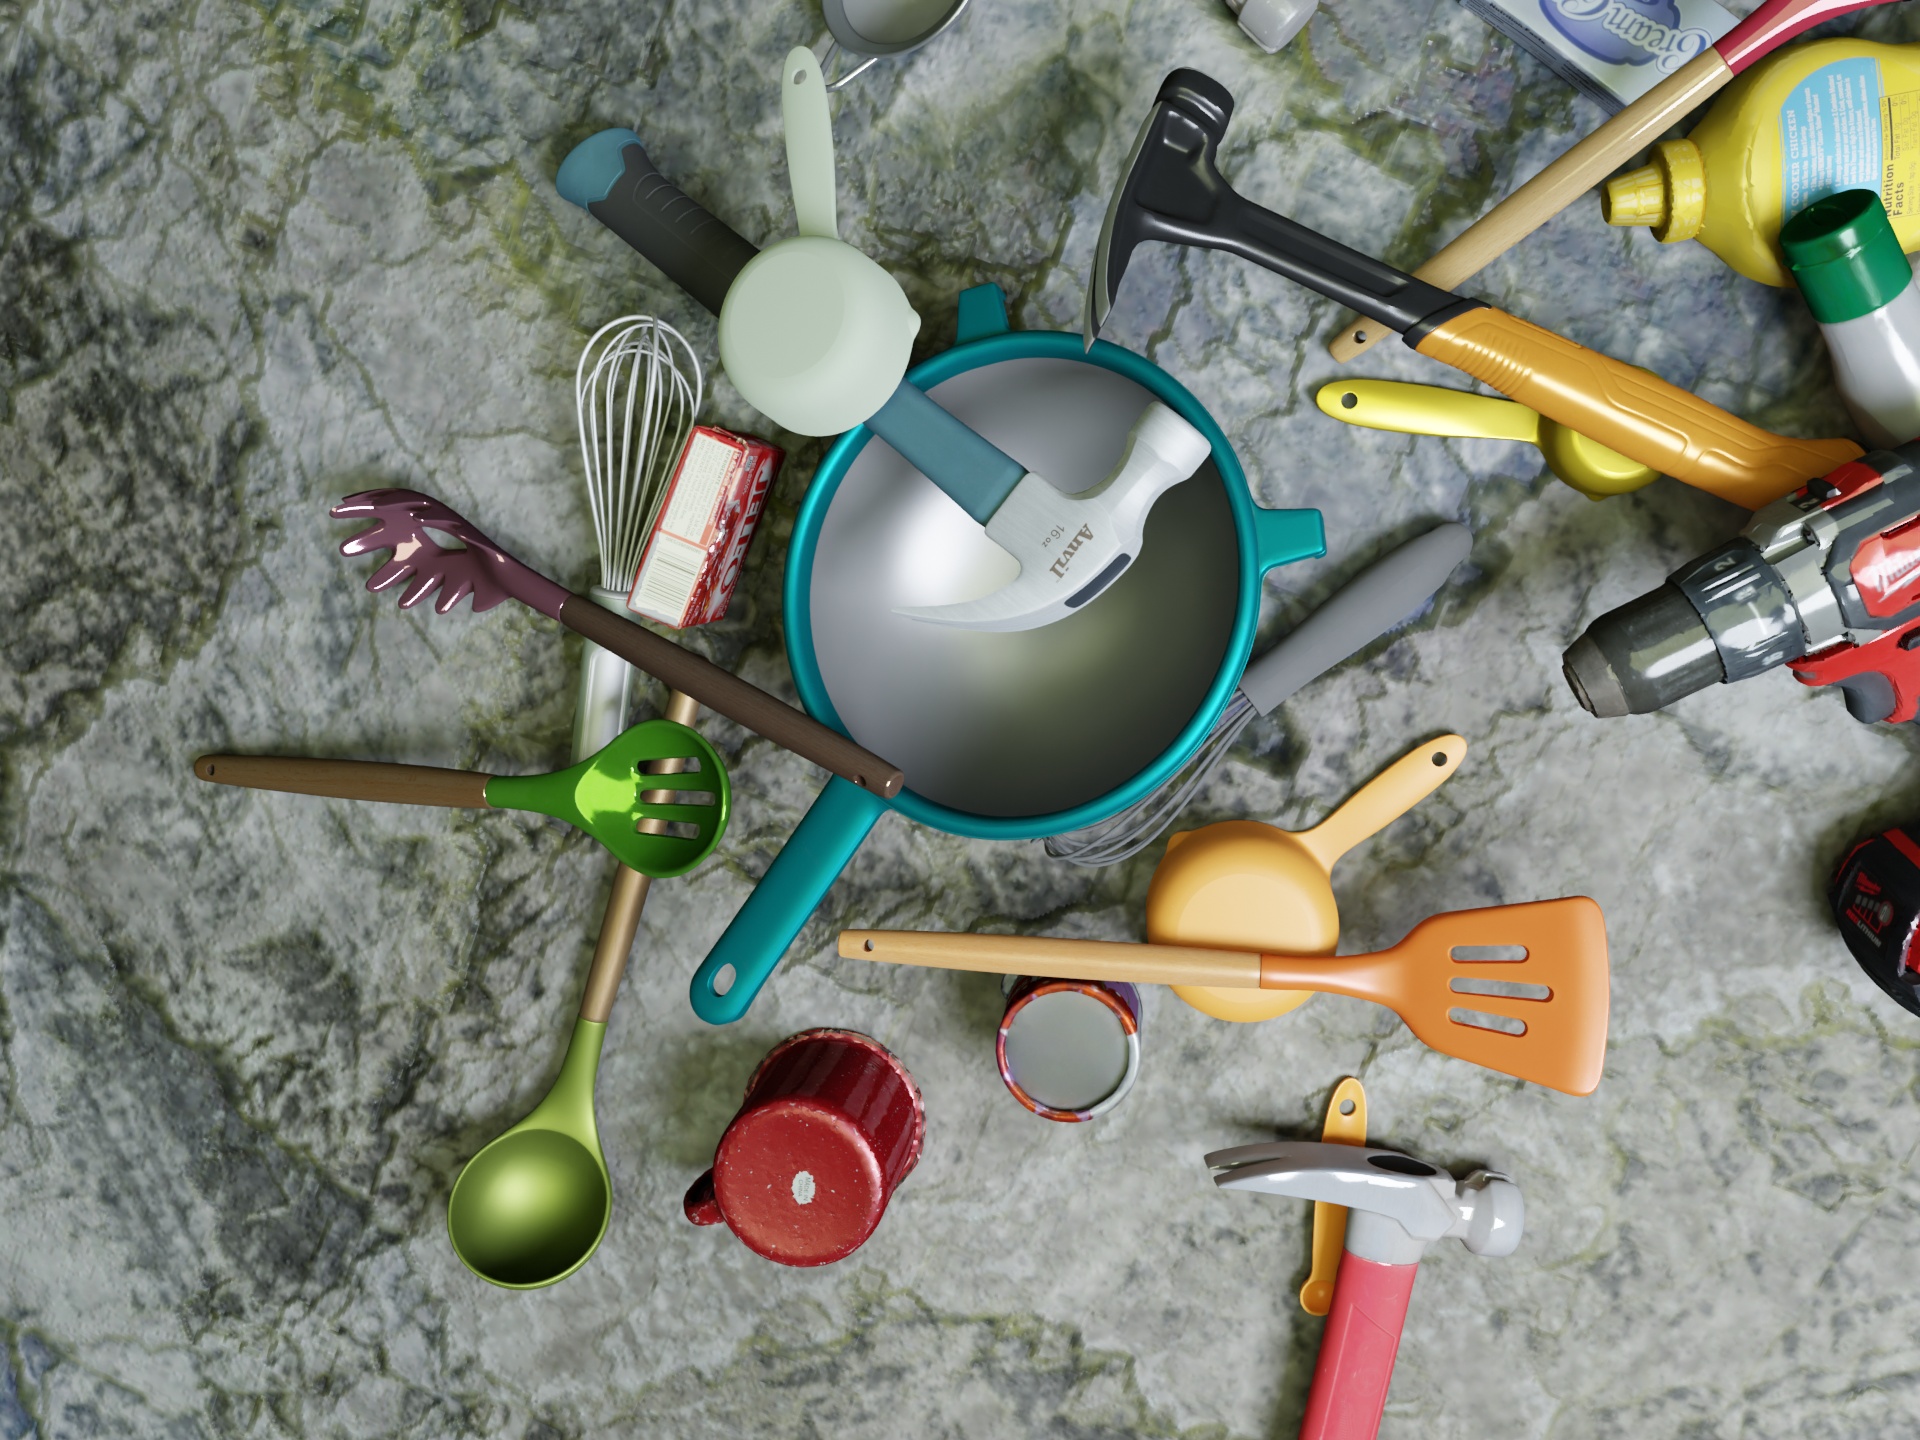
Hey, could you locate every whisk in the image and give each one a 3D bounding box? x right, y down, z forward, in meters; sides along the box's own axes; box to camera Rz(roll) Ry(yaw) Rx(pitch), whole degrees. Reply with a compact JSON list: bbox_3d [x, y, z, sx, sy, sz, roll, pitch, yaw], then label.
[{"bbox_3d":[0.129,-0.013,0.712,0.239,0.055,0.055,-38,91,6],"label":"whisk"},{"bbox_3d":[-0.160,-0.068,0.747,0.057,0.059,0.246,5,103,-21],"label":"whisk"}]

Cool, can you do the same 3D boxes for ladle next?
[{"bbox_3d":[0.277,-0.241,0.628,0.315,0.031,0.069,-35,94,30],"label":"ladle"},{"bbox_3d":[-0.174,0.122,0.767,0.078,0.062,0.320,18,97,2],"label":"ladle"}]

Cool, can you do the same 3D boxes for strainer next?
[{"bbox_3d":[-0.001,-0.002,0.701,0.211,0.095,0.340,40,103,22],"label":"strainer"},{"bbox_3d":[0.010,-0.381,0.669,0.087,0.050,0.258,38,111,29],"label":"strainer"}]

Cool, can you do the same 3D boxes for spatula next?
[{"bbox_3d":[0.104,0.106,0.681,0.322,0.041,0.081,2,87,9],"label":"spatula"}]

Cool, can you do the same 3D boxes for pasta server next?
[{"bbox_3d":[-0.159,-0.035,0.707,0.316,0.040,0.060,27,138,24],"label":"pasta server"}]

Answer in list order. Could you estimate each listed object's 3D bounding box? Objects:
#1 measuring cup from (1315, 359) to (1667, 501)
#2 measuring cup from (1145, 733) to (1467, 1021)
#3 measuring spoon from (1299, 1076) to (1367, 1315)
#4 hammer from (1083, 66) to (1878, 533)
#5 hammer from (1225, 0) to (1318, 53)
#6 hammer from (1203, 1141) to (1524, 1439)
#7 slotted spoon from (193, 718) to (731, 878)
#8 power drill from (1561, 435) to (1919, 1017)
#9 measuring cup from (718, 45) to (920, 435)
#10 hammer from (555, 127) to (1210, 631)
[{"bbox_3d":[0.234,-0.132,0.690,0.156,0.029,0.062,7,98,4],"label":"measuring cup"},{"bbox_3d":[0.159,0.066,0.714,0.173,0.052,0.095,-40,90,13],"label":"measuring cup"},{"bbox_3d":[0.177,0.225,0.756,0.021,0.011,0.117,7,95,-4],"label":"measuring spoon"},{"bbox_3d":[0.215,-0.143,0.638,0.337,0.034,0.127,23,69,-4],"label":"hammer"},{"bbox_3d":[0.209,-0.457,0.650,0.359,0.037,0.149,-43,90,11],"label":"hammer"},{"bbox_3d":[0.153,0.386,0.755,0.143,0.038,0.386,9,100,-5],"label":"hammer"},{"bbox_3d":[-0.239,0.029,0.745,0.314,0.031,0.070,3,91,22],"label":"slotted spoon"},{"bbox_3d":[0.365,0.010,0.636,0.188,0.080,0.226,-28,109,13],"label":"power drill"},{"bbox_3d":[-0.065,-0.200,0.639,0.083,0.038,0.168,-9,82,22],"label":"measuring cup"},{"bbox_3d":[-0.057,-0.157,0.671,0.331,0.033,0.128,42,101,22],"label":"hammer"}]
